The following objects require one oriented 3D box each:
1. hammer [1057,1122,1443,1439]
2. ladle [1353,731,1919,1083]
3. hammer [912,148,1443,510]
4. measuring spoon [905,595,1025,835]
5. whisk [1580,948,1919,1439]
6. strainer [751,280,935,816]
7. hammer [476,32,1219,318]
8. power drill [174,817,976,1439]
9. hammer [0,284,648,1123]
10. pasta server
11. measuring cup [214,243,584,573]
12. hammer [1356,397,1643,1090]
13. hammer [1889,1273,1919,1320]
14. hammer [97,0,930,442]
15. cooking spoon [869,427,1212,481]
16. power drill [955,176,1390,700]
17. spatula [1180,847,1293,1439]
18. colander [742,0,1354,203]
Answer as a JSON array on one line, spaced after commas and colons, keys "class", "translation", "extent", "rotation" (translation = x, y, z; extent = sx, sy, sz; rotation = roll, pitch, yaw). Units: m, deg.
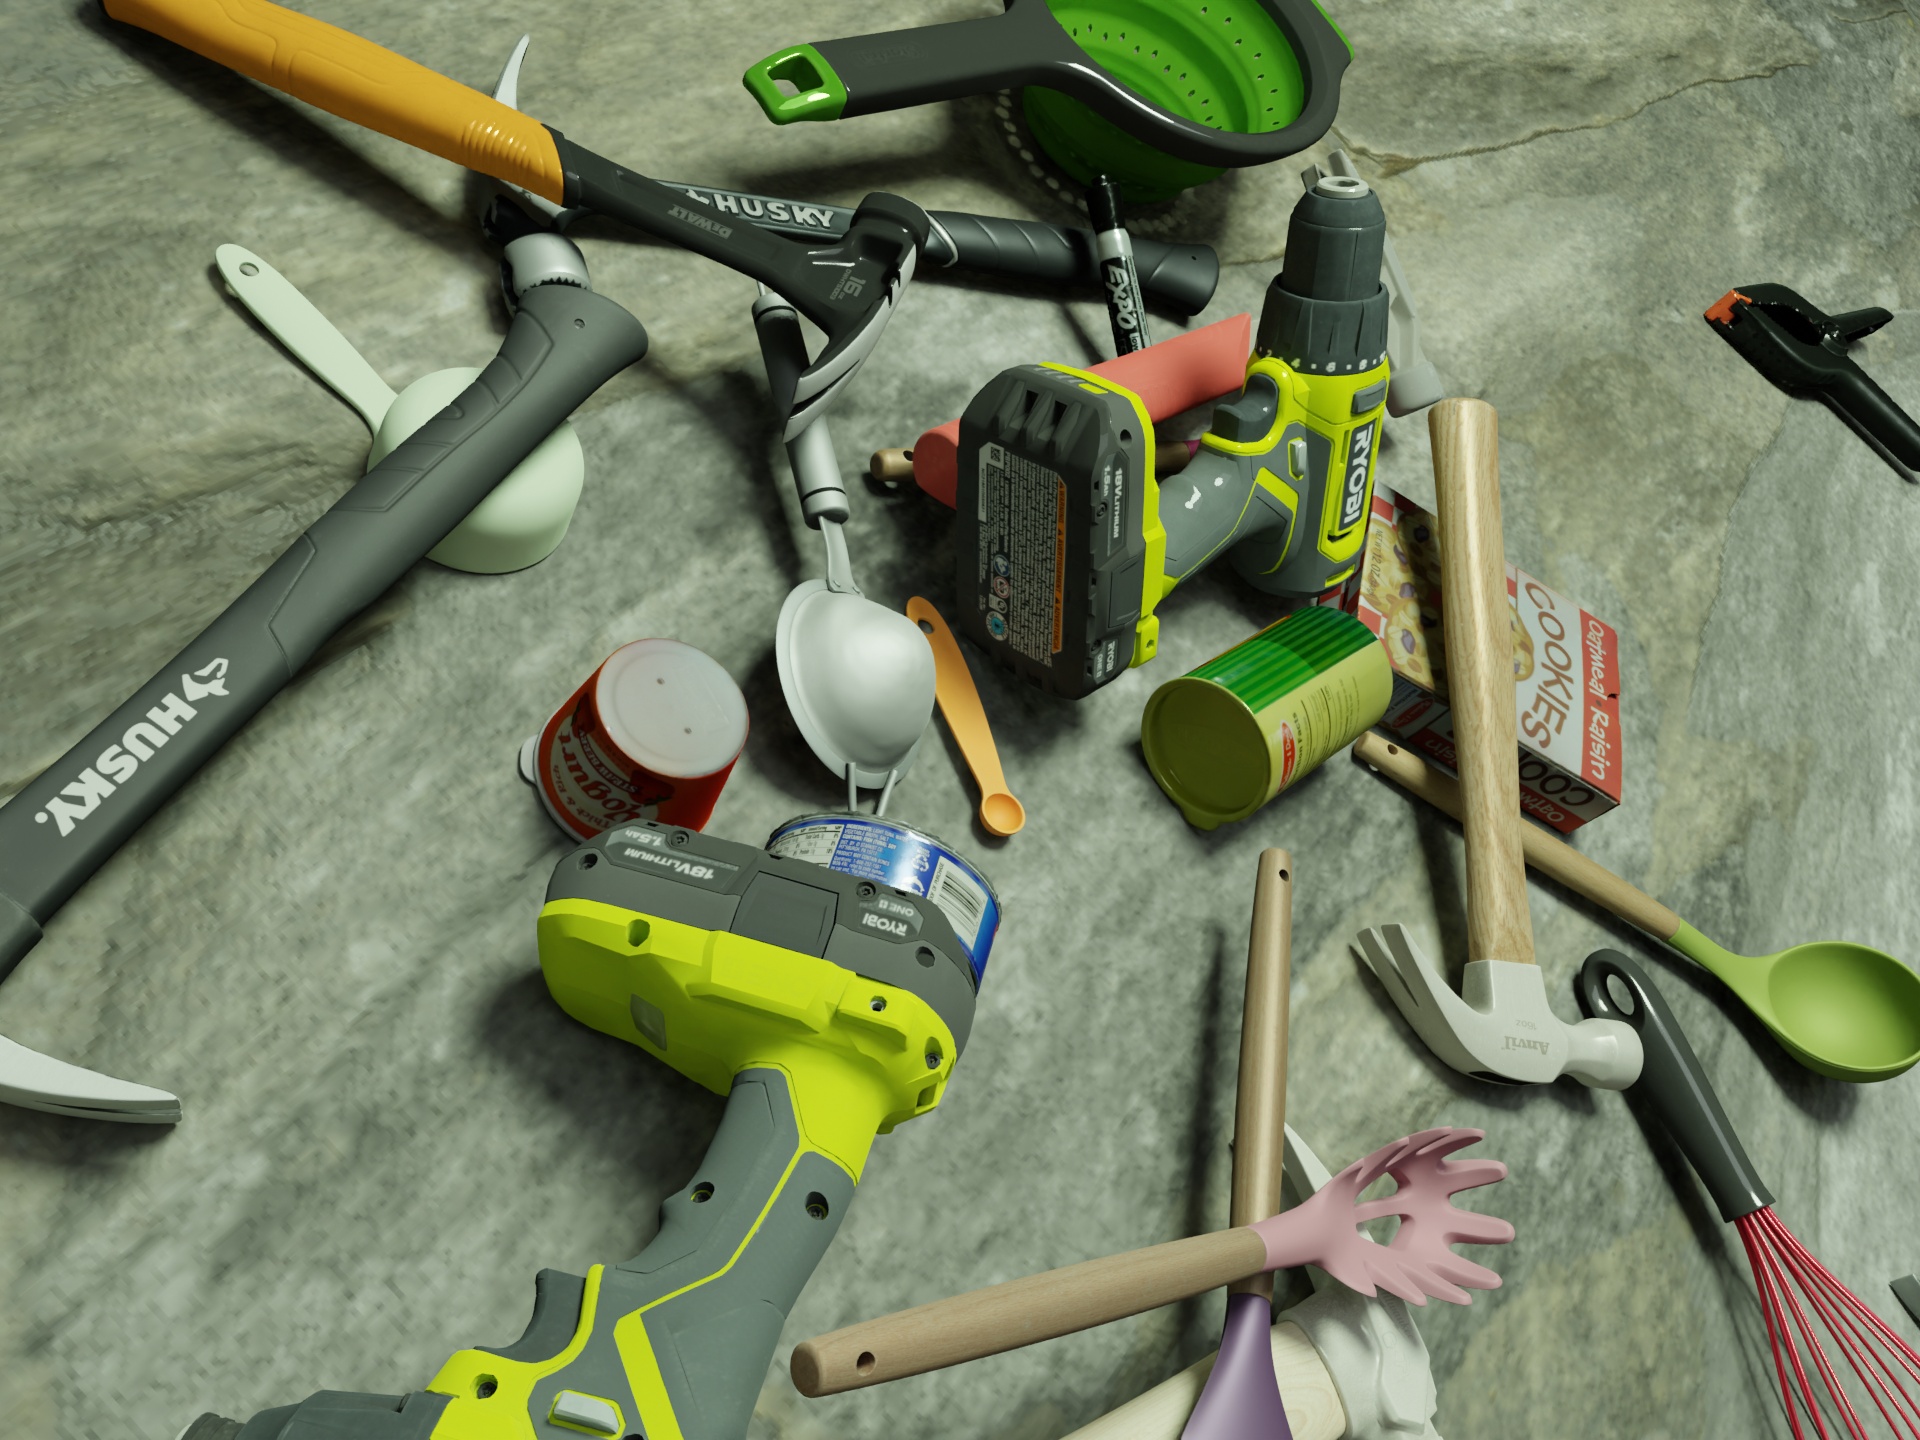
[{"class": "hammer", "translation": [-0.011, 0.244, 0.474], "extent": [0.410, 0.038, 0.146], "rotation": [-10, 65, -35]}, {"class": "ladle", "translation": [0.334, 0.083, 0.775], "extent": [0.320, 0.062, 0.078], "rotation": [30, 49, -8]}, {"class": "hammer", "translation": [0.112, -0.182, 0.784], "extent": [0.359, 0.037, 0.149], "rotation": [-27, 94, -38]}, {"class": "measuring spoon", "translation": [-0.001, -0.002, 0.658], "extent": [0.021, 0.011, 0.117], "rotation": [-4, 60, -33]}, {"class": "whisk", "translation": [0.352, 0.232, 0.689], "extent": [0.073, 0.073, 0.296], "rotation": [-4, 58, -33]}, {"class": "strainer", "translation": [-0.052, -0.079, 0.638], "extent": [0.086, 0.050, 0.259], "rotation": [14, 54, -53]}, {"class": "hammer", "translation": [-0.033, -0.240, 0.776], "extent": [0.408, 0.036, 0.149], "rotation": [-3, 62, -33]}, {"class": "power drill", "translation": [-0.093, 0.144, 0.444], "extent": [0.171, 0.080, 0.223], "rotation": [15, 51, 4]}, {"class": "hammer", "translation": [-0.207, -0.031, 0.502], "extent": [0.146, 0.035, 0.335], "rotation": [38, 57, -5]}, {"class": "pasta server", "translation": [0.078, 0.166, 0.484], "extent": [0.316, 0.040, 0.060], "rotation": [7, 75, -45]}, {"class": "measuring cup", "translation": [-0.210, -0.127, 0.590], "extent": [0.167, 0.038, 0.083], "rotation": [44, 48, -2]}, {"class": "hammer", "translation": [0.242, 0.000, 0.741], "extent": [0.130, 0.031, 0.331], "rotation": [10, 70, -21]}, {"class": "hammer", "translation": [0.568, 0.184, 0.864], "extent": [0.144, 0.035, 0.406], "rotation": [35, 49, -7]}, {"class": "hammer", "translation": [-0.185, -0.224, 0.630], "extent": [0.337, 0.034, 0.127], "rotation": [24, 54, -1]}, {"class": "cooking spoon", "translation": [0.091, -0.131, 0.790], "extent": [0.318, 0.017, 0.069], "rotation": [-9, 67, -36]}, {"class": "power drill", "translation": [0.106, -0.121, 0.691], "extent": [0.228, 0.190, 0.080], "rotation": [-28, 43, -35]}, {"class": "spatula", "translation": [0.103, 0.177, 0.551], "extent": [0.059, 0.018, 0.316], "rotation": [29, 49, -20]}, {"class": "colander", "translation": [0.042, -0.331, 0.843], "extent": [0.397, 0.094, 0.204], "rotation": [-26, 75, -35]}]
